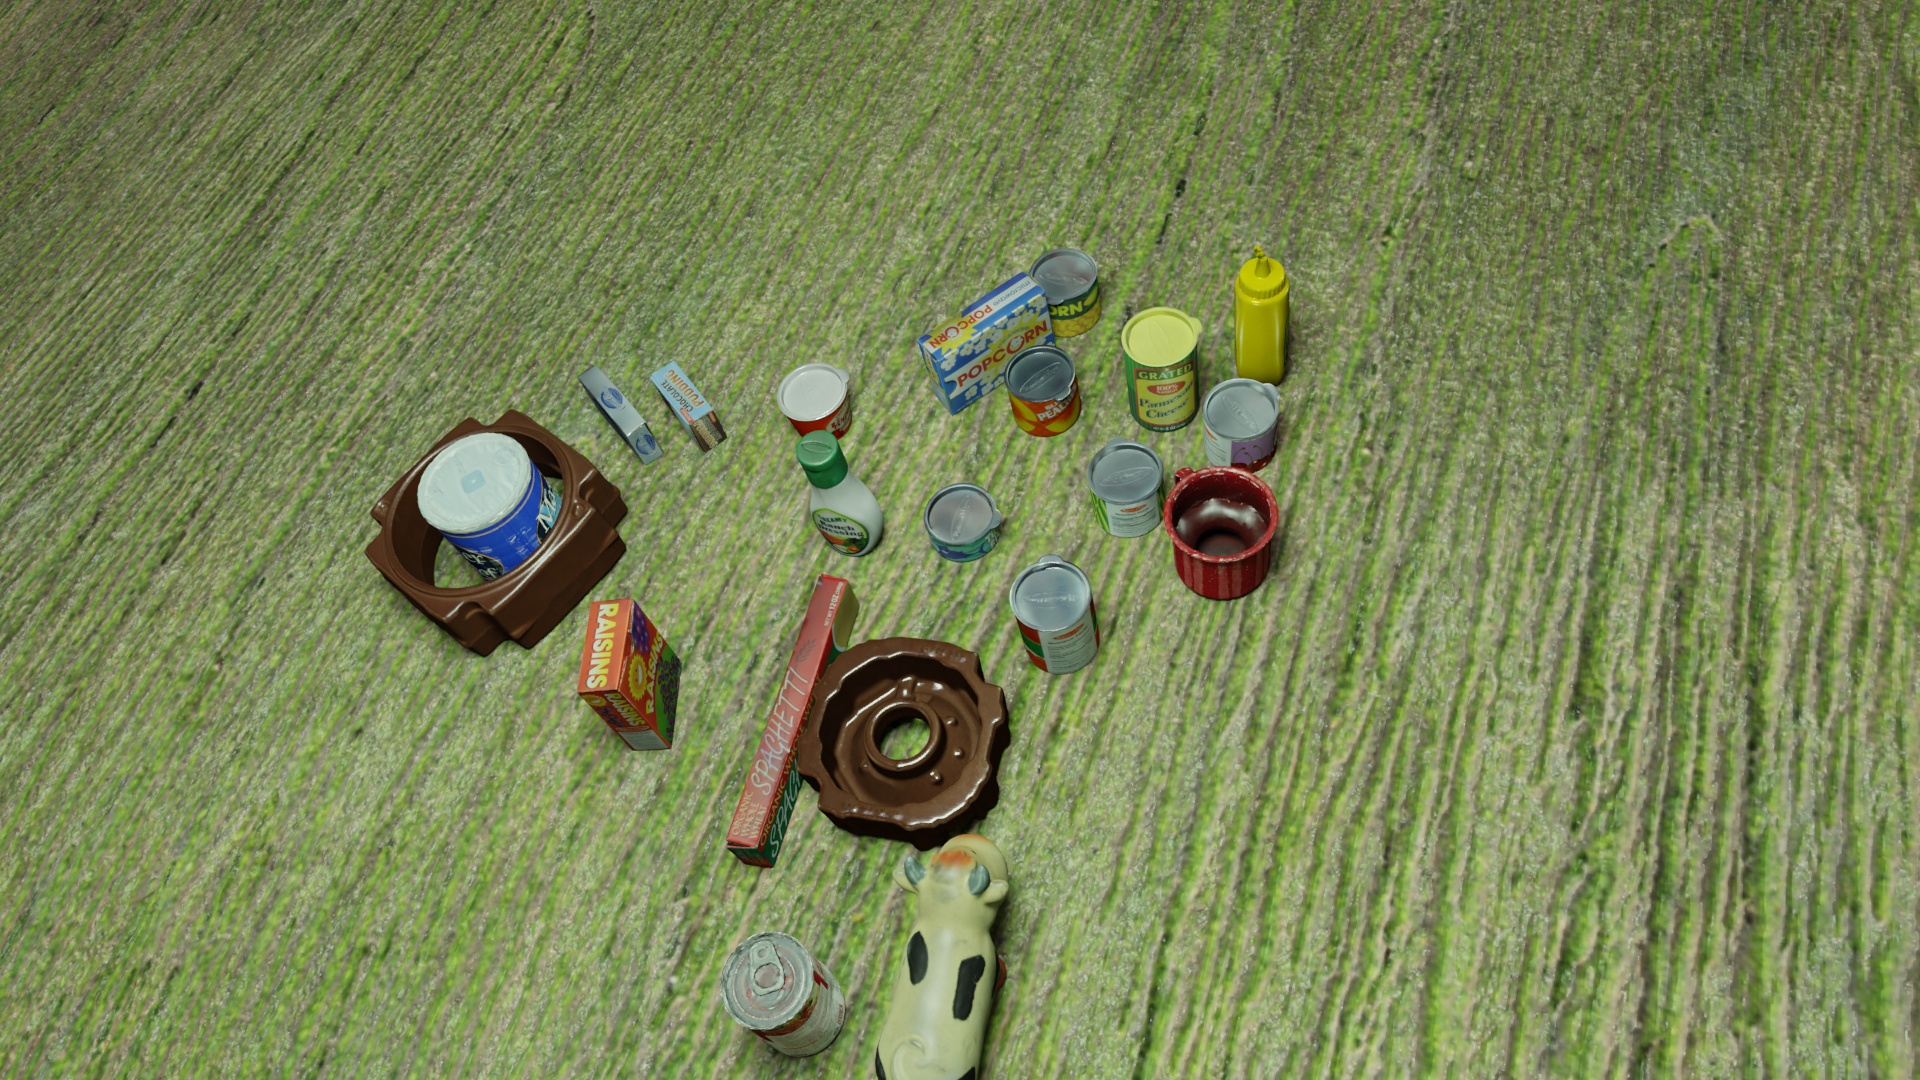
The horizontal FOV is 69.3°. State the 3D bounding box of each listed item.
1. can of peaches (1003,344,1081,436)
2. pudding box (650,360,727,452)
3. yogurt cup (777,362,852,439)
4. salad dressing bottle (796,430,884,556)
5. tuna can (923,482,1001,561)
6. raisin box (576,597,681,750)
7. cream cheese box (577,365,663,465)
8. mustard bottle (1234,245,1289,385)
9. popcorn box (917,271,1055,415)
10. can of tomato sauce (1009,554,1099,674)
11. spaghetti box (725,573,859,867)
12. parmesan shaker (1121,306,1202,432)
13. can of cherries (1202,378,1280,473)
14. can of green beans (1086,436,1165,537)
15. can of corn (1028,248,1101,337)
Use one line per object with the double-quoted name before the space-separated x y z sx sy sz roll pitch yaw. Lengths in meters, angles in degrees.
"can of peaches" 0.079 -0.137 1.293 0.071 0.057 0.071 -5 58 8
"pudding box" -0.267 -0.132 1.364 0.030 0.049 0.084 -35 59 -11
"yogurt cup" -0.137 -0.129 1.334 0.072 0.053 0.073 -5 58 8
"salad dressing bottle" -0.108 -0.041 1.217 0.064 0.147 0.044 12 62 18
"tuna can" 0.004 -0.016 1.247 0.071 0.032 0.071 -5 58 8
"raisin box" -0.276 0.115 1.169 0.040 0.123 0.086 -4 58 9
"cream cheese box" -0.335 -0.124 1.371 0.024 0.053 0.104 -38 59 -12
"mustard bottle" 0.268 -0.203 1.235 0.049 0.159 0.065 1 59 12
"popcorn box" 0.027 -0.187 1.318 0.127 0.085 0.038 -34 58 -10
"can of tomato sauce" 0.079 0.063 1.154 0.071 0.082 0.071 -5 58 8
"spaghetti box" -0.137 0.148 1.164 0.029 0.050 0.251 8 61 16
"parmesan shaker" 0.185 -0.153 1.255 0.071 0.102 0.071 -5 58 8
"can of cherries" 0.252 -0.101 1.236 0.071 0.058 0.072 -5 58 8
"can of green beans" 0.147 -0.044 1.222 0.071 0.057 0.071 -5 58 8
"can of corn" 0.102 -0.238 1.351 0.071 0.058 0.071 -5 58 8
